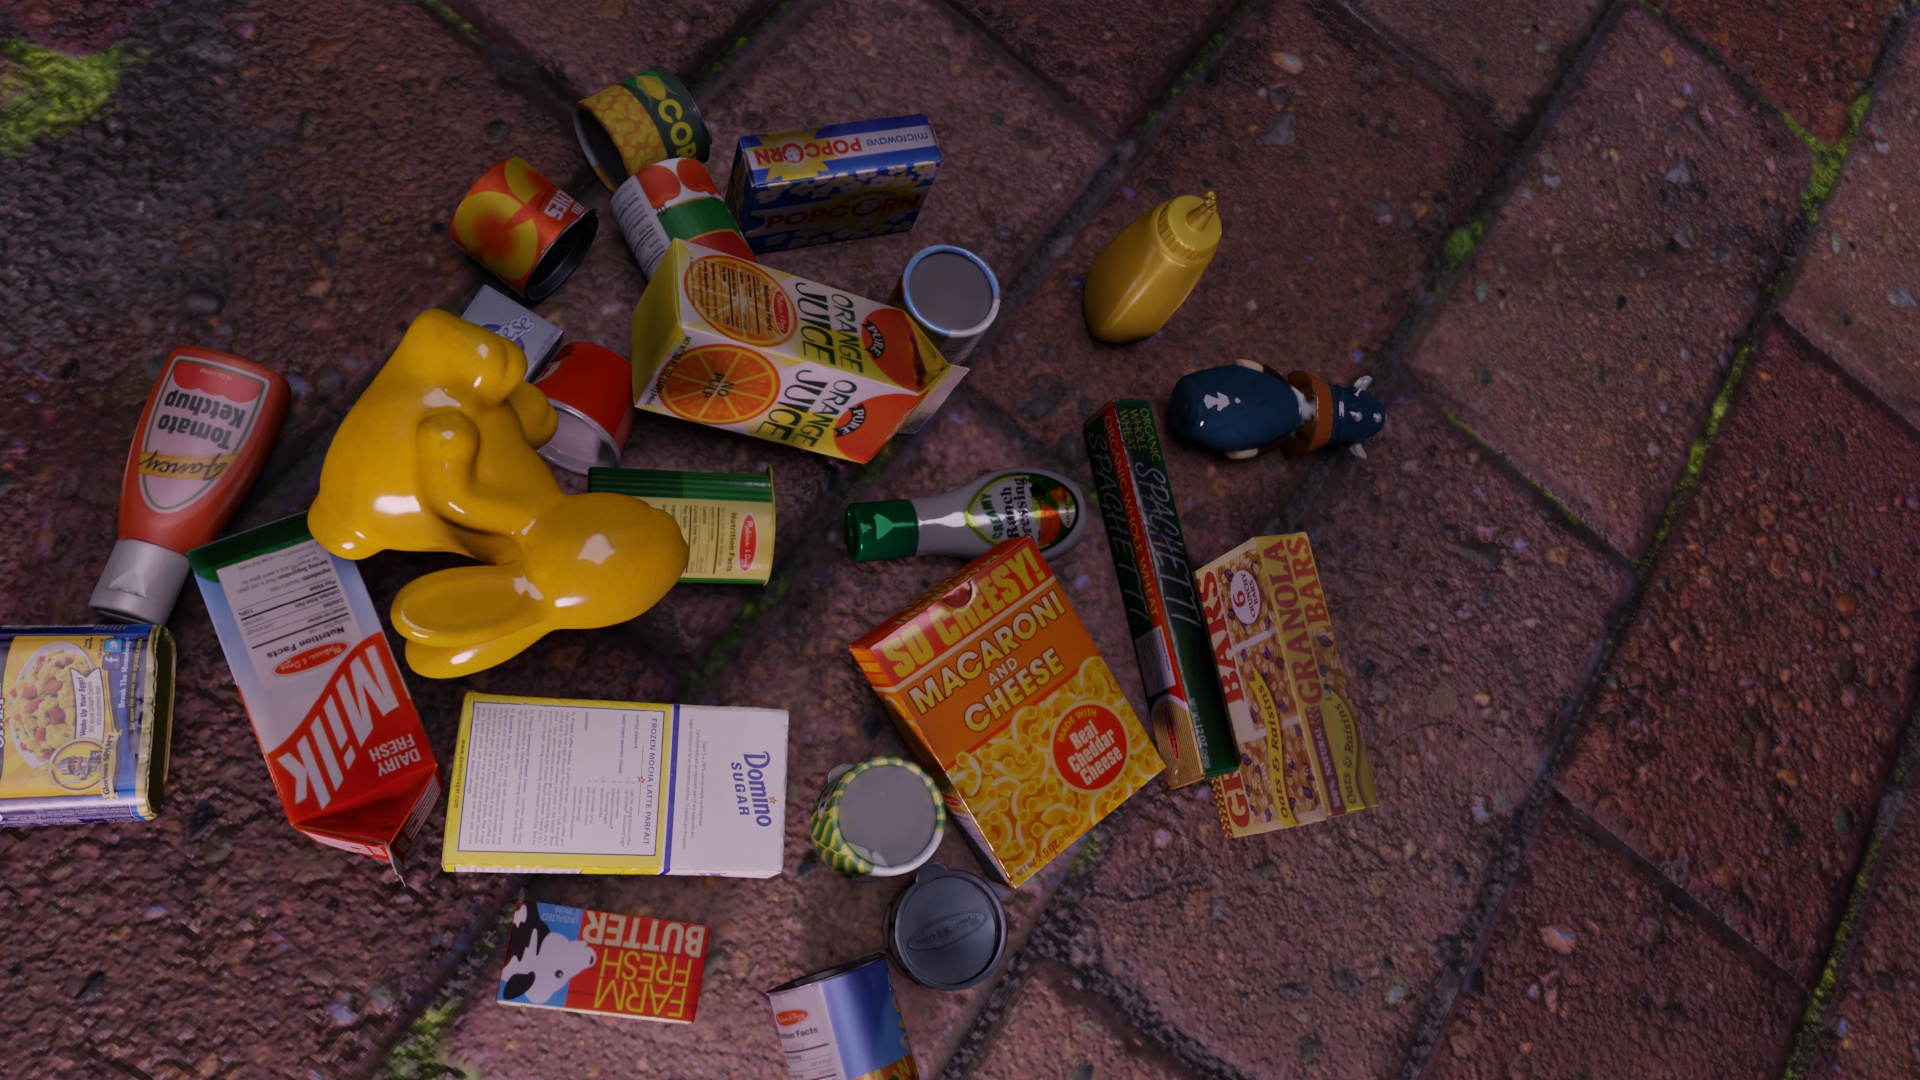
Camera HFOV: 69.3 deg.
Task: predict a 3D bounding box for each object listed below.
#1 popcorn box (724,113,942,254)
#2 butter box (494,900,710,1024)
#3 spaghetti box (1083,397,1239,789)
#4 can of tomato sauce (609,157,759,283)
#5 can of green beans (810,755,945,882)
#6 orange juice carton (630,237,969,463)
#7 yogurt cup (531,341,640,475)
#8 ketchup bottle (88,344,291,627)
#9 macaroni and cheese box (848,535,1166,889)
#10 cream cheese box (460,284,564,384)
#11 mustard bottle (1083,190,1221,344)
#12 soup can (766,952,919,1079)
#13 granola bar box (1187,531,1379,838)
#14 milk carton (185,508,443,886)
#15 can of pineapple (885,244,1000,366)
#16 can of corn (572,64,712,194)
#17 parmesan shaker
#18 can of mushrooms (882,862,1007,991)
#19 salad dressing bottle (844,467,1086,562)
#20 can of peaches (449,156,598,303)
[{"bbox_3d":[-0.083,-0.227,0.887,0.127,0.085,0.038,-14,77,-21],"label":"popcorn box"},{"bbox_3d":[-0.189,0.225,0.739,0.103,0.024,0.053,11,70,-14],"label":"butter box"},{"bbox_3d":[0.126,0.030,0.889,0.029,0.050,0.250,-6,74,-21],"label":"spaghetti box"},{"bbox_3d":[-0.167,-0.183,0.858,0.071,0.071,0.083,-26,81,-23],"label":"can of tomato sauce"},{"bbox_3d":[-0.047,0.158,0.787,0.071,0.057,0.071,5,71,-16],"label":"can of green beans"},{"bbox_3d":[-0.092,-0.105,0.828,0.193,0.071,0.073,13,49,-30],"label":"orange juice carton"},{"bbox_3d":[-0.219,-0.079,0.808,0.072,0.072,0.054,26,59,-8],"label":"yogurt cup"},{"bbox_3d":[-0.414,-0.028,0.740,0.065,0.043,0.149,16,69,-11],"label":"ketchup bottle"},{"bbox_3d":[0.030,0.099,0.821,0.124,0.040,0.166,-34,99,-23],"label":"macaroni and cheese box"},{"bbox_3d":[-0.282,-0.095,0.813,0.053,0.024,0.104,29,66,-6],"label":"cream cheese box"},{"bbox_3d":[0.130,-0.181,0.900,0.049,0.159,0.065,2,74,-18],"label":"mustard bottle"},{"bbox_3d":[-0.058,0.272,0.743,0.071,0.071,0.084,-13,78,-21],"label":"soup can"},{"bbox_3d":[0.186,0.091,0.847,0.039,0.123,0.166,-6,75,-20],"label":"granola bar box"},{"bbox_3d":[-0.322,0.087,0.716,0.074,0.072,0.191,-22,79,-23],"label":"milk carton"},{"bbox_3d":[-0.014,-0.151,0.899,0.071,0.057,0.071,5,71,-16],"label":"can of pineapple"},{"bbox_3d":[-0.198,-0.253,0.868,0.058,0.071,0.071,-35,86,-23],"label":"can of corn"},{"bbox_3d":[-0.163,-0.011,0.800,0.103,0.071,0.071,2,72,-16],"label":"parmesan shaker"},{"bbox_3d":[-0.010,0.220,0.793,0.071,0.033,0.071,5,72,-16],"label":"can of mushrooms"},{"bbox_3d":[0.003,-0.011,0.866,0.148,0.044,0.064,-6,80,-19],"label":"salad dressing bottle"},{"bbox_3d":[-0.258,-0.187,0.827,0.058,0.071,0.071,38,66,-2],"label":"can of peaches"}]
